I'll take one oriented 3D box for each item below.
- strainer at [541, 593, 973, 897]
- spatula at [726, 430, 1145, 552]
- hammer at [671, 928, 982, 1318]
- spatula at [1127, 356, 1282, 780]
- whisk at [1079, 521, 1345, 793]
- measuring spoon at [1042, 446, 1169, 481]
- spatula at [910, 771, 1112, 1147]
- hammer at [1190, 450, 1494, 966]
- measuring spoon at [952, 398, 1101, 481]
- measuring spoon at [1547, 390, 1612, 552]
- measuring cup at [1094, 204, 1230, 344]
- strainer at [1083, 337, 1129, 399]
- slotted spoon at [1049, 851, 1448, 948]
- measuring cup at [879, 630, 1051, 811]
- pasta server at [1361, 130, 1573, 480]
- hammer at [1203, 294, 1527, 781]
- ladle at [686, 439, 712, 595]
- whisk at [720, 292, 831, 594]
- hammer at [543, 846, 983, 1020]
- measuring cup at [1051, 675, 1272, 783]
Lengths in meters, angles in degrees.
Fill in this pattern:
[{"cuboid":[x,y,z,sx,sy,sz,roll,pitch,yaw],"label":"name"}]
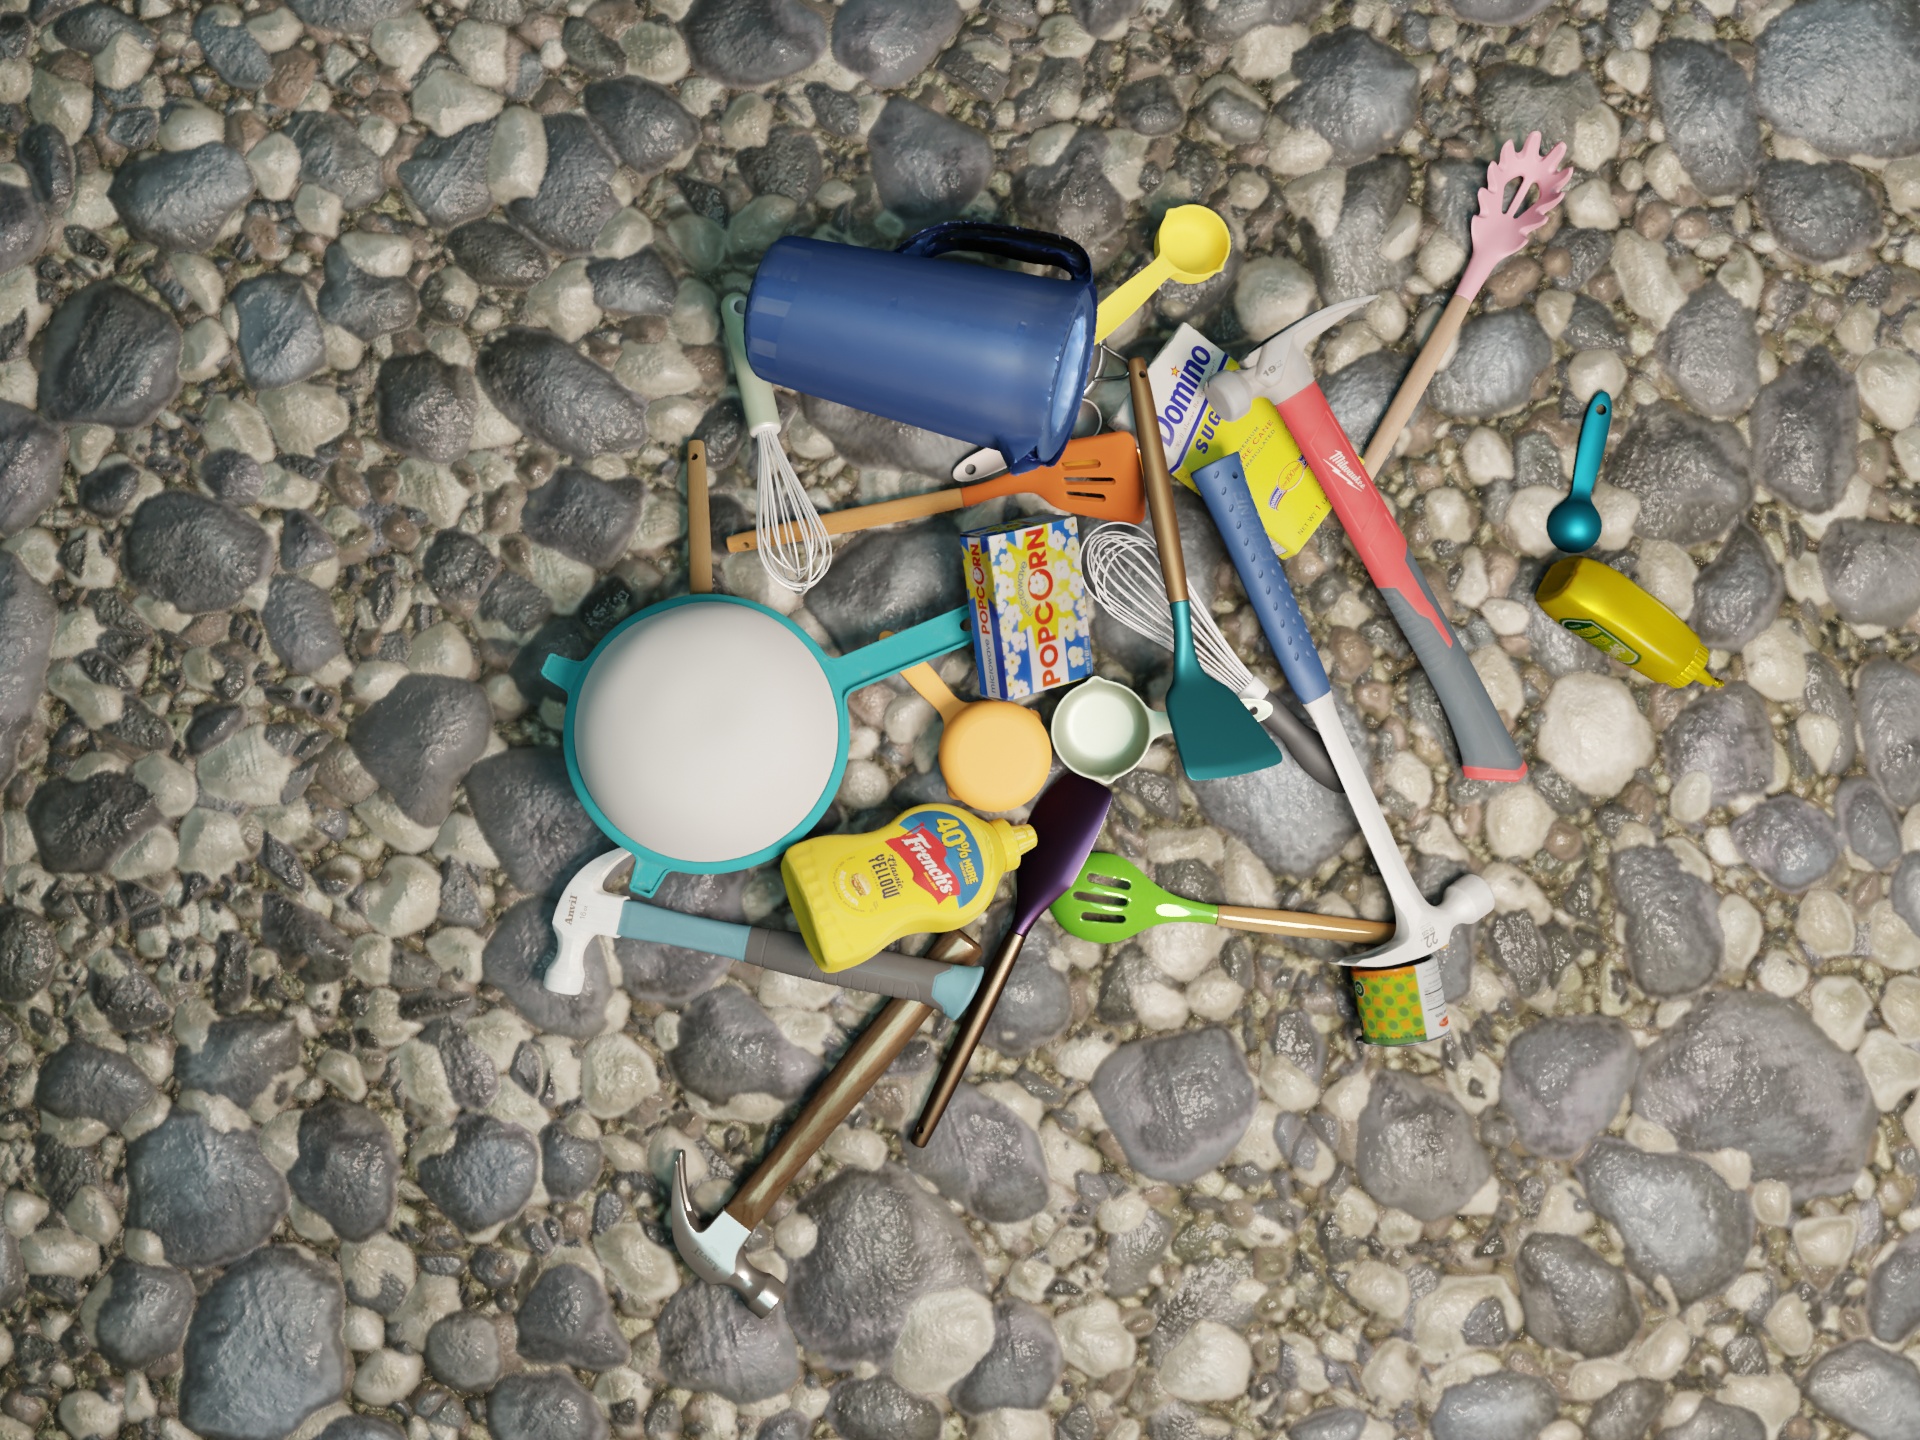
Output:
[{"cuboid":[-0.125,-0.022,1.153,0.340,0.095,0.211,-23,83,-8],"label":"strainer"},{"cuboid":[-0.022,-0.163,1.221,0.322,0.041,0.081,-11,127,2],"label":"spatula"},{"cuboid":[-0.101,0.293,1.228,0.130,0.031,0.331,39,89,-1],"label":"hammer"},{"cuboid":[0.162,-0.114,1.163,0.082,0.044,0.317,-9,87,-22],"label":"spatula"},{"cuboid":[0.200,-0.043,1.221,0.284,0.070,0.070,44,90,-5],"label":"whisk"},{"cuboid":[0.121,-0.200,1.241,0.117,0.011,0.021,-6,87,-4],"label":"measuring spoon"},{"cuboid":[0.032,0.186,1.232,0.060,0.018,0.316,26,92,31],"label":"spatula"},{"cuboid":[0.267,-0.005,1.187,0.144,0.035,0.405,-27,96,-24],"label":"hammer"},{"cuboid":[0.051,-0.215,1.239,0.124,0.018,0.034,-23,94,6],"label":"measuring spoon"},{"cuboid":[0.489,-0.194,1.236,0.042,0.021,0.128,12,91,-1],"label":"measuring spoon"},{"cuboid":[0.141,-0.332,1.219,0.156,0.029,0.062,-42,91,-9],"label":"measuring cup"},{"cuboid":[0.006,-0.297,1.225,0.258,0.050,0.087,13,102,3],"label":"strainer"},{"cuboid":[0.224,0.152,1.234,0.313,0.031,0.070,7,88,-2],"label":"slotted spoon"},{"cuboid":[-0.002,-0.004,1.216,0.095,0.052,0.173,-43,93,0],"label":"measuring cup"},{"cuboid":[0.375,-0.304,1.228,0.060,0.040,0.316,29,91,11],"label":"pasta server"},{"cuboid":[0.337,-0.125,1.197,0.143,0.038,0.386,-34,101,-7],"label":"hammer"},{"cuboid":[-0.195,-0.057,1.227,0.078,0.062,0.320,-4,83,6],"label":"ladle"},{"cuboid":[-0.146,-0.212,1.207,0.057,0.059,0.246,-8,77,-27],"label":"whisk"},{"cuboid":[-0.148,0.174,1.210,0.331,0.033,0.128,11,88,6],"label":"hammer"},{"cuboid":[0.153,0.000,1.218,0.167,0.038,0.083,-7,95,5],"label":"measuring cup"}]
